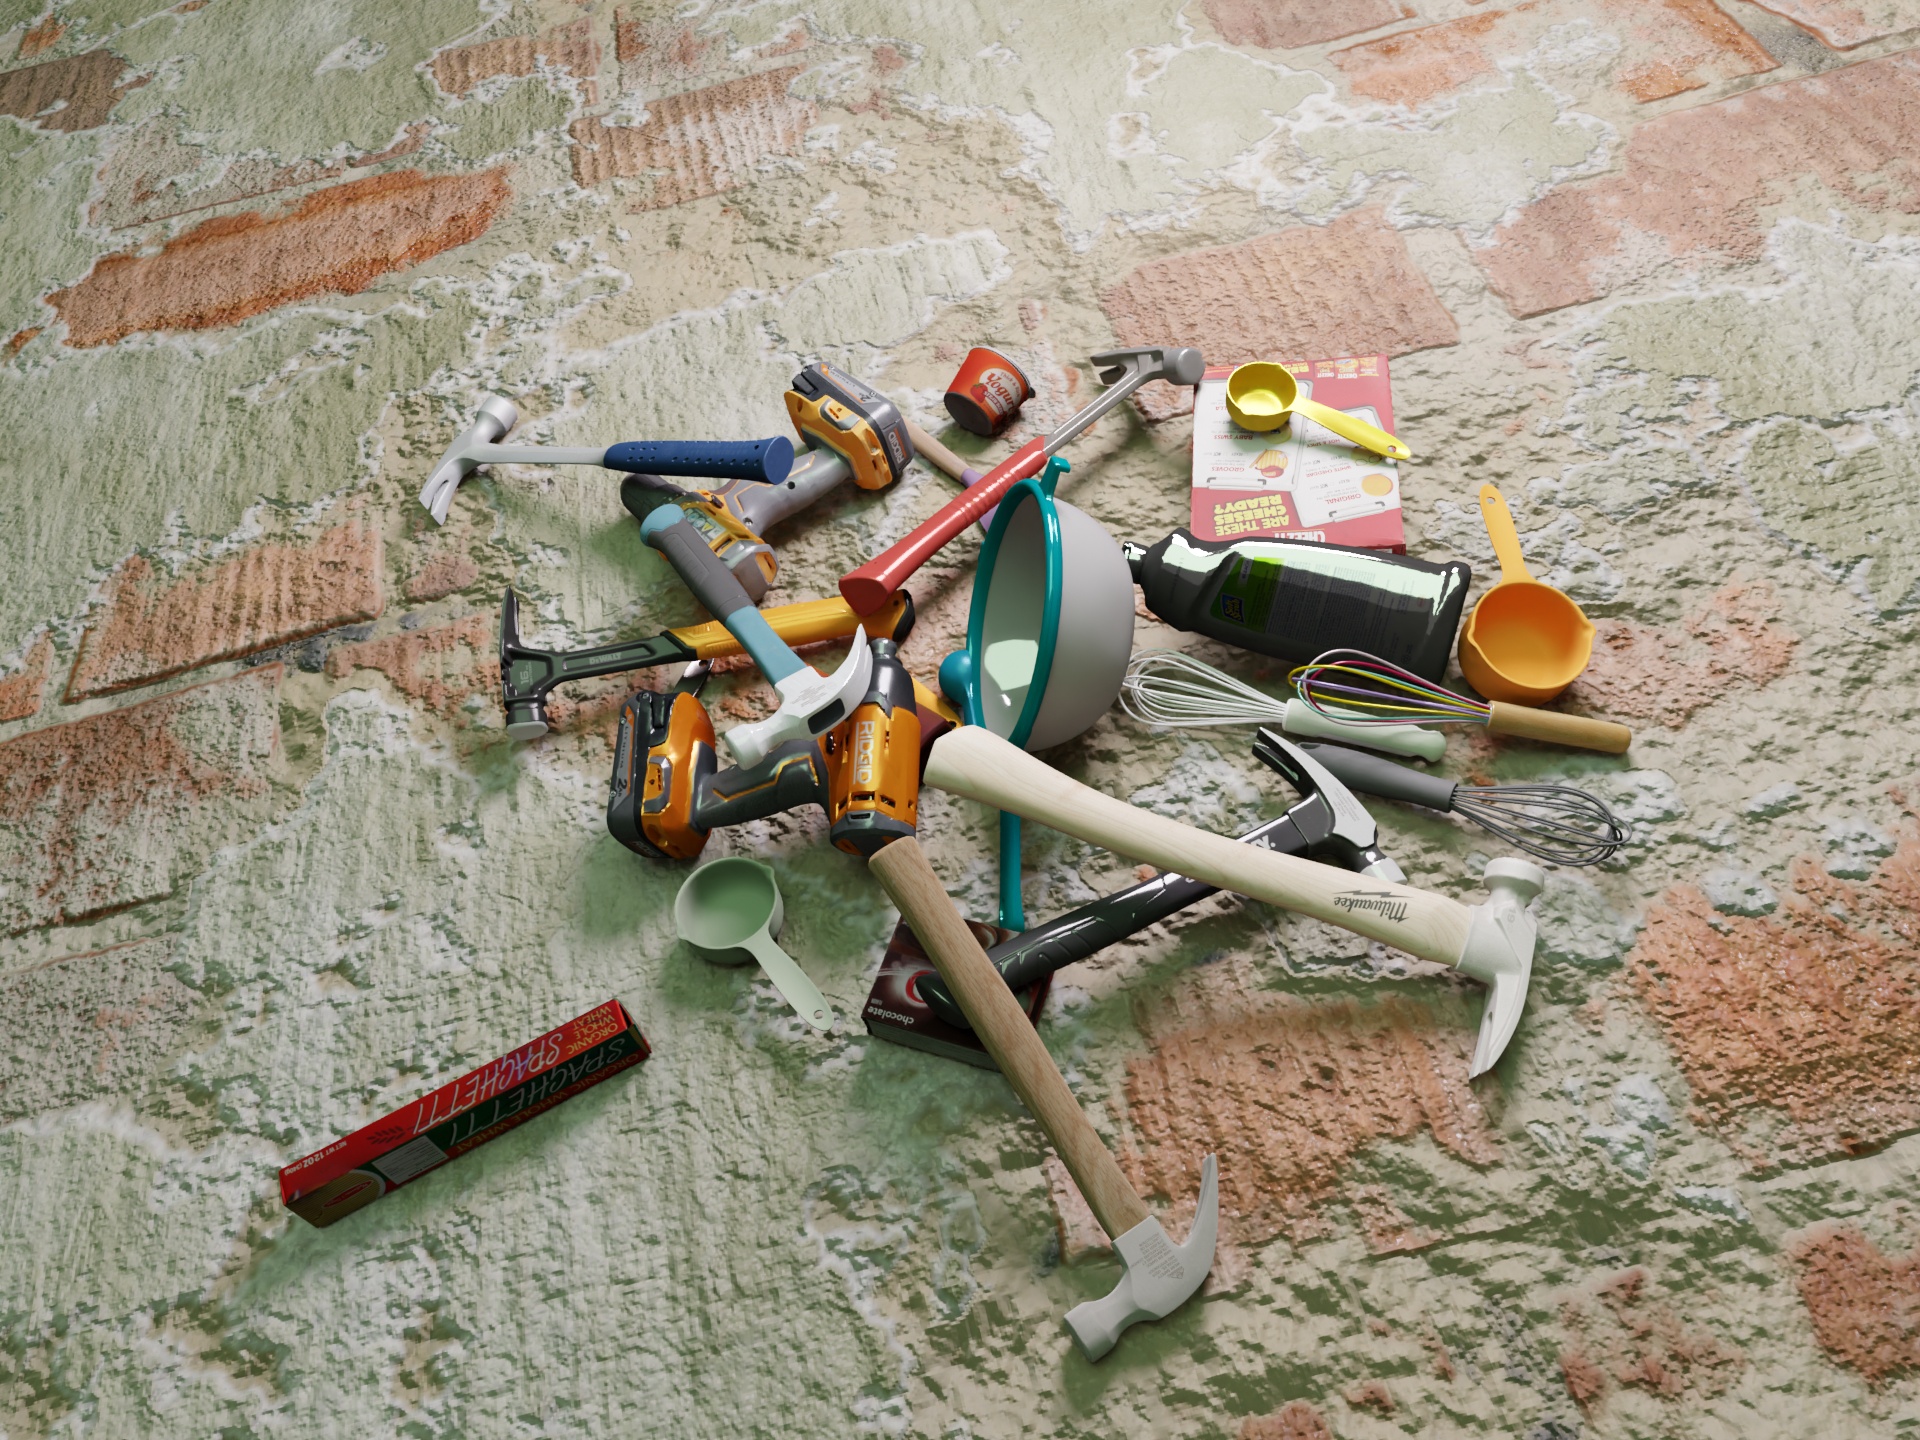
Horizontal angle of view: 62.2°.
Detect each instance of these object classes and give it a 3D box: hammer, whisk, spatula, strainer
[{"bbox_3d":[-0.205,-0.072,1.294,0.337,0.034,0.127,-9,68,-4],"label":"hammer"},{"bbox_3d":[0.125,0.119,1.078,0.335,0.035,0.146,-22,61,-14],"label":"hammer"},{"bbox_3d":[-0.173,-0.083,1.210,0.128,0.033,0.331,-28,42,-14],"label":"hammer"},{"bbox_3d":[0.235,-0.006,1.182,0.246,0.057,0.059,13,92,16],"label":"whisk"},{"bbox_3d":[-0.317,-0.228,1.401,0.406,0.035,0.144,7,56,34],"label":"hammer"},{"bbox_3d":[0.170,0.101,1.041,0.410,0.038,0.146,19,65,4],"label":"hammer"},{"bbox_3d":[0.355,-0.008,1.131,0.245,0.047,0.051,11,39,2],"label":"whisk"},{"bbox_3d":[-0.013,-0.228,1.409,0.060,0.018,0.316,-38,57,-16],"label":"spatula"},{"bbox_3d":[0.039,-0.207,1.328,0.359,0.036,0.149,-40,25,-19],"label":"hammer"},{"bbox_3d":[0.344,0.052,1.115,0.239,0.055,0.055,16,58,27],"label":"whisk"},{"bbox_3d":[0.044,0.214,0.992,0.130,0.031,0.331,-30,74,-14],"label":"hammer"},{"bbox_3d":[0.073,-0.007,1.164,0.095,0.211,0.340,5,74,-15],"label":"strainer"}]

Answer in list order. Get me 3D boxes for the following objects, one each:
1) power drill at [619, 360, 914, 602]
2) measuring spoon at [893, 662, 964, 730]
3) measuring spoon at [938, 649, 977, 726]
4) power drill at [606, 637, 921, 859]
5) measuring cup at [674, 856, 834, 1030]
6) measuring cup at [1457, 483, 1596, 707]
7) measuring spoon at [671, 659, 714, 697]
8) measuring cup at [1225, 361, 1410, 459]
[{"bbox_3d":[-0.177,-0.216,1.398,0.226,0.084,0.185,-43,55,-15],"label":"power drill"},{"bbox_3d":[-0.034,-0.022,1.262,0.021,0.011,0.117,-36,55,-16],"label":"measuring spoon"},{"bbox_3d":[-0.002,-0.004,1.215,0.021,0.042,0.129,6,45,-15],"label":"measuring spoon"},{"bbox_3d":[-0.138,0.022,1.179,0.226,0.084,0.164,-4,66,16],"label":"power drill"},{"bbox_3d":[-0.137,0.167,1.126,0.083,0.038,0.168,-36,57,-16],"label":"measuring cup"},{"bbox_3d":[0.405,-0.091,1.182,0.095,0.052,0.174,-4,65,-5],"label":"measuring cup"},{"bbox_3d":[-0.227,-0.010,1.293,0.034,0.018,0.124,10,49,16],"label":"measuring spoon"},{"bbox_3d":[0.283,-0.236,1.268,0.156,0.029,0.062,28,64,15],"label":"measuring cup"}]
